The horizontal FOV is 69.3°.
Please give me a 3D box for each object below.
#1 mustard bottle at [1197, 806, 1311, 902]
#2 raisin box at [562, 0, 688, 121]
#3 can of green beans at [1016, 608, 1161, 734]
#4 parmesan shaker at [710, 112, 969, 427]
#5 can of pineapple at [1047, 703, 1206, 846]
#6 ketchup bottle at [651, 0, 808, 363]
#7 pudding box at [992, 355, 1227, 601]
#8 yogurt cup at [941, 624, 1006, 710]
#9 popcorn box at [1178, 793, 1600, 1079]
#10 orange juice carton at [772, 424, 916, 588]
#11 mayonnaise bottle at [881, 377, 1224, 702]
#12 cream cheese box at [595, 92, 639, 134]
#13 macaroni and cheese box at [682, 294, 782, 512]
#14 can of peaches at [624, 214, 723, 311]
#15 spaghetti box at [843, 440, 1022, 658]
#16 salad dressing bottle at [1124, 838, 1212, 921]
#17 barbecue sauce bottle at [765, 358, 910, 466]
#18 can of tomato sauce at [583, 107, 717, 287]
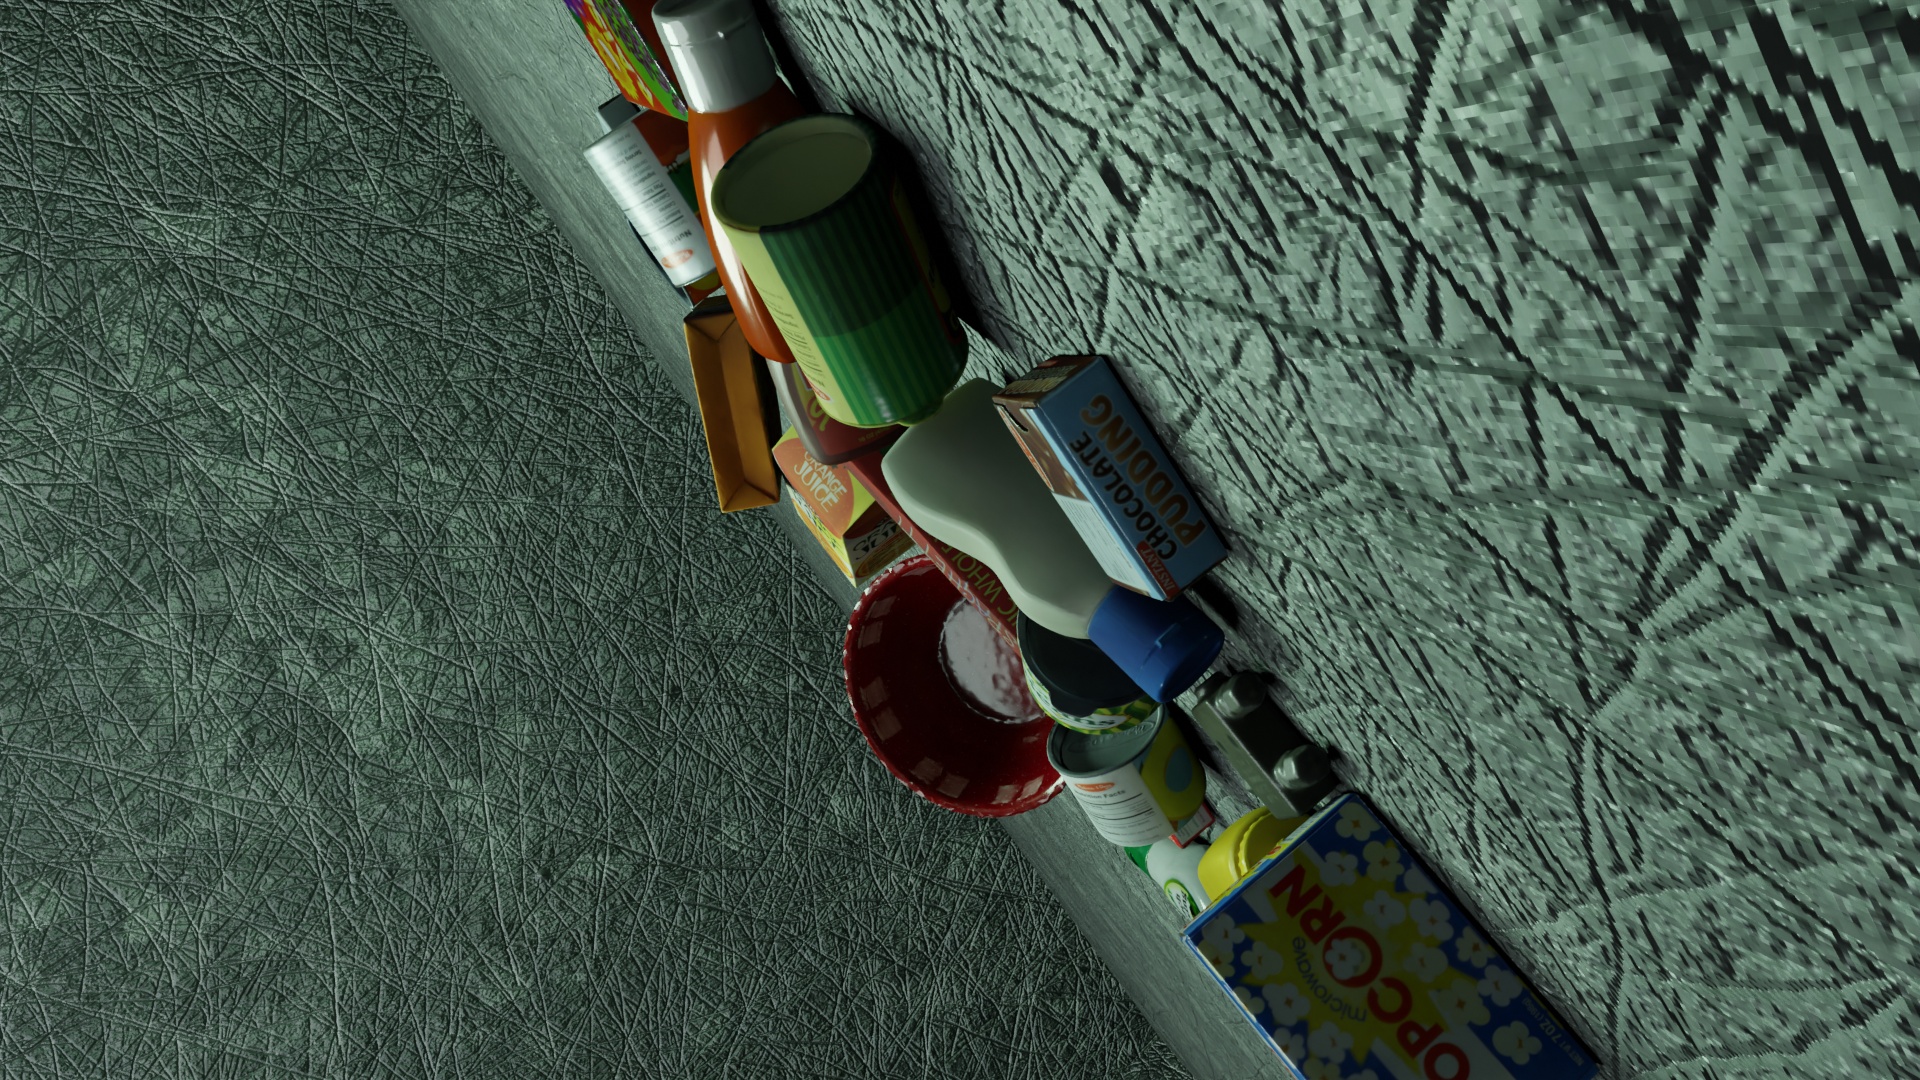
[{"bbox_3d":[0.143,0.151,0.624,0.065,0.049,0.159,49,170,20],"label":"mustard bottle"},{"bbox_3d":[-0.136,-0.229,0.589,0.086,0.040,0.123,58,169,-32],"label":"raisin box"},{"bbox_3d":[0.058,0.043,0.577,0.071,0.071,0.057,50,171,18],"label":"can of green beans"},{"bbox_3d":[-0.041,-0.099,0.522,0.071,0.071,0.102,45,168,39],"label":"parmesan shaker"},{"bbox_3d":[0.088,0.114,0.721,0.057,0.071,0.071,57,170,-29],"label":"can of pineapple"},{"bbox_3d":[-0.078,-0.146,0.555,0.043,0.065,0.148,31,150,41],"label":"ketchup bottle"},{"bbox_3d":[0.050,-0.022,0.473,0.083,0.030,0.050,55,172,-14],"label":"pudding box"},{"bbox_3d":[0.026,0.073,0.888,0.072,0.072,0.054,52,179,4],"label":"yogurt cup"},{"bbox_3d":[0.154,0.169,0.514,0.127,0.085,0.038,50,172,15],"label":"popcorn box"},{"bbox_3d":[-0.065,-0.036,0.887,0.072,0.073,0.192,51,171,11],"label":"orange juice carton"},{"bbox_3d":[0.037,0.001,0.540,0.148,0.065,0.041,44,172,26],"label":"mayonnaise bottle"},{"bbox_3d":[-0.200,-0.242,0.924,0.104,0.024,0.053,52,171,2],"label":"cream cheese box"},{"bbox_3d":[-0.147,-0.098,0.925,0.167,0.040,0.123,-111,12,-75],"label":"macaroni and cheese box"},{"bbox_3d":[-0.156,-0.181,0.829,0.071,0.058,0.071,50,171,11],"label":"can of peaches"},{"bbox_3d":[0.003,-0.009,0.714,0.251,0.050,0.028,46,170,35],"label":"spaghetti box"},{"bbox_3d":[0.148,0.213,0.871,0.064,0.044,0.148,56,171,-16],"label":"salad dressing bottle"},{"bbox_3d":[-0.068,-0.109,0.649,0.044,0.065,0.148,54,167,54],"label":"barbecue sauce bottle"},{"bbox_3d":[-0.145,-0.186,0.727,0.083,0.071,0.071,56,170,-22],"label":"can of tomato sauce"}]
